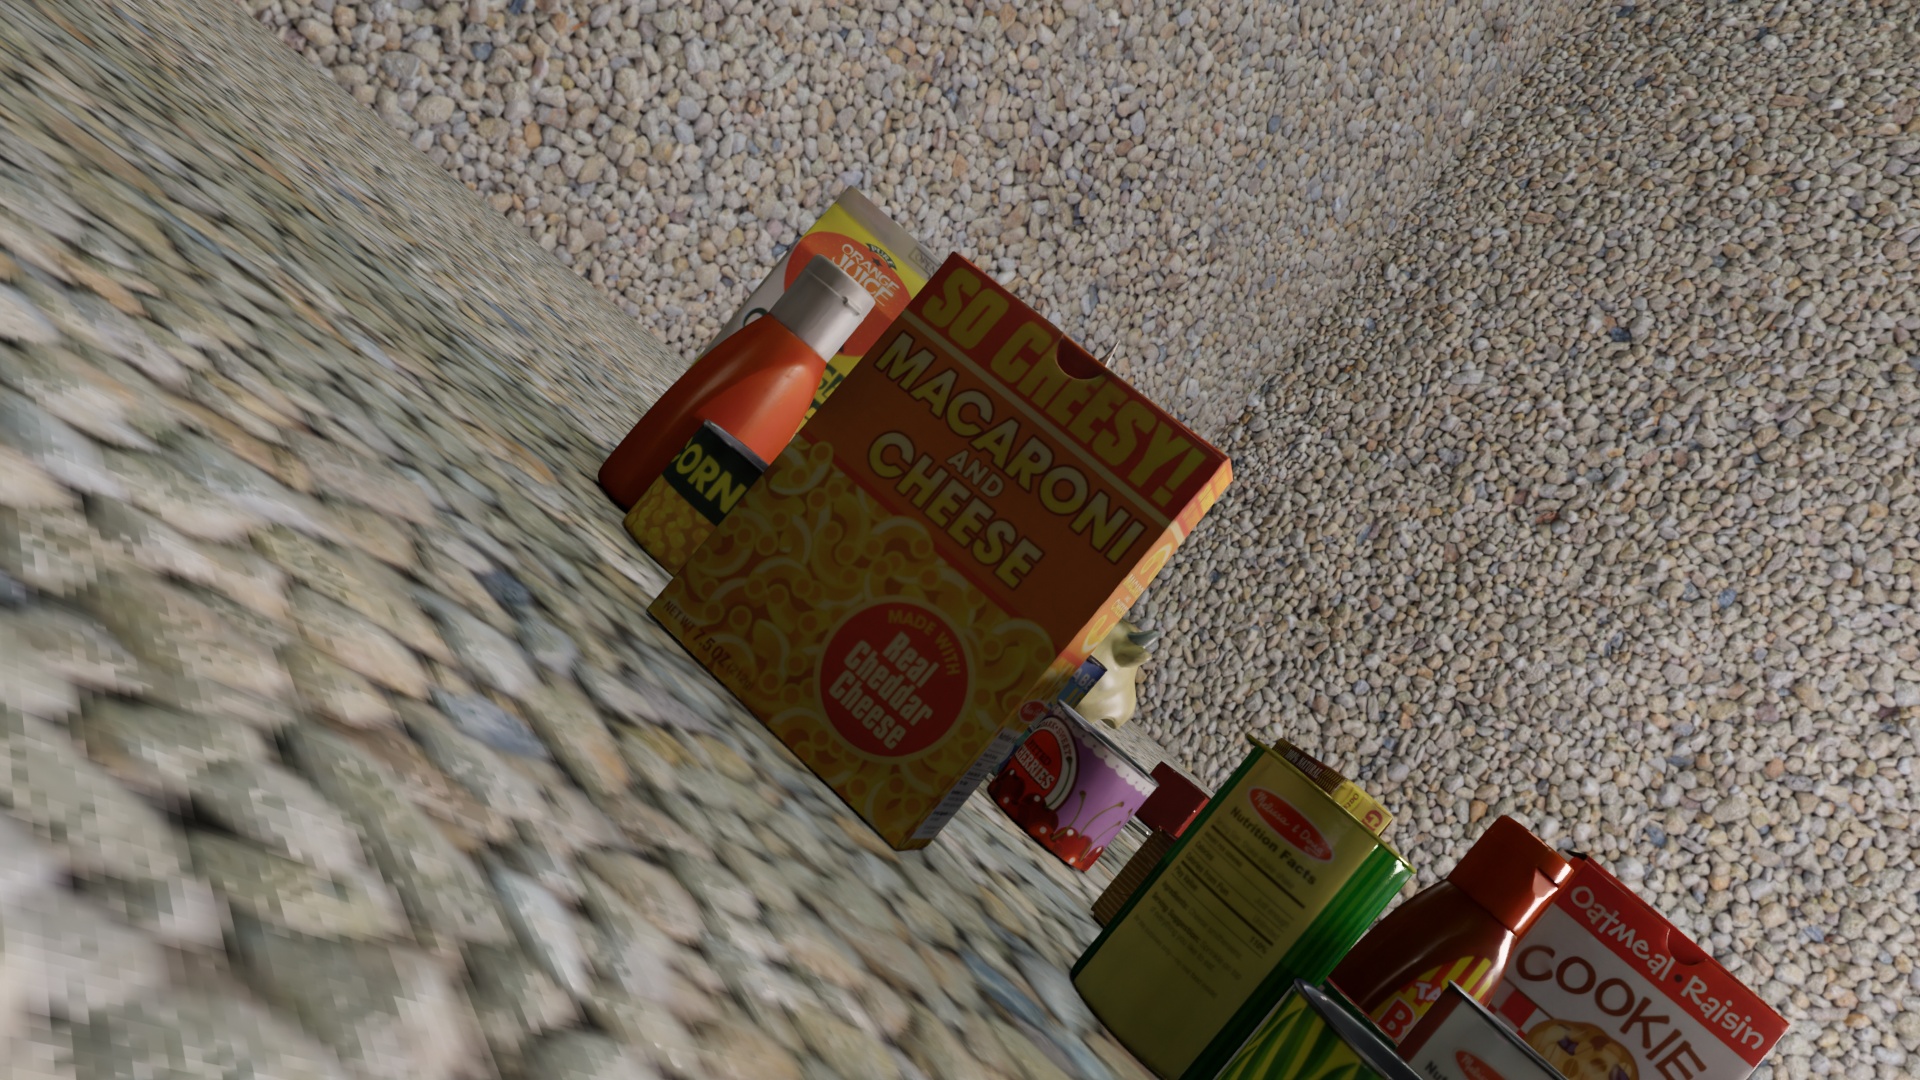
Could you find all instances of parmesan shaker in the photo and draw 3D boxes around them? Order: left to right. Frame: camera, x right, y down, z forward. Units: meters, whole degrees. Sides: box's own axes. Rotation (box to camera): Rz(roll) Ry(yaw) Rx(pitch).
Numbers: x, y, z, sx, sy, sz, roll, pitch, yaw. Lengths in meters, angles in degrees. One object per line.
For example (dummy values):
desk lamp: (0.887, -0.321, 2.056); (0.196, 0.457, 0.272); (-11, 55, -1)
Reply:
parmesan shaker: (0.092, 0.127, 0.471); (0.071, 0.103, 0.071); (40, 0, 0)

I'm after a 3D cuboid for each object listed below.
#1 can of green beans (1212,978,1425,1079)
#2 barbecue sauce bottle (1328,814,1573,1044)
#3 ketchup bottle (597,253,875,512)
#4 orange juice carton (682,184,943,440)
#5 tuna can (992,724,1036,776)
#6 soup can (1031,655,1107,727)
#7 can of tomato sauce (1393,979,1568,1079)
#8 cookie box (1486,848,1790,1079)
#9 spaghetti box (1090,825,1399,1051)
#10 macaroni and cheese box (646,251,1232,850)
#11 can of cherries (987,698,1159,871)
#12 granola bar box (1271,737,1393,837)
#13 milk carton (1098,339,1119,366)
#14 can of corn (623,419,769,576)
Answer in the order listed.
can of green beans: (0.097, 0.161, 0.369); (0.071, 0.058, 0.071); (40, 0, 0)
barbecue sauce bottle: (0.198, 0.184, 0.590); (0.065, 0.148, 0.044); (40, 0, -22)
ketchup bottle: (-0.100, -0.067, 0.654); (0.043, 0.149, 0.064); (40, 0, 44)
orange juice carton: (-0.091, -0.089, 0.719); (0.072, 0.192, 0.073); (40, 0, -10)
tuna can: (0.051, 0.134, 0.770); (0.071, 0.033, 0.071); (40, 0, 0)
soup can: (0.044, 0.094, 0.897); (0.071, 0.084, 0.071); (40, 0, 0)
can of tomato sauce: (0.152, 0.190, 0.426); (0.071, 0.083, 0.071); (40, 0, 0)
cookie box: (0.301, 0.258, 0.688); (0.123, 0.167, 0.040); (40, 0, 6)
spaghetti box: (0.150, 0.209, 0.532); (0.251, 0.050, 0.028); (40, 0, 39)
macaroni and cheese box: (-0.007, 0.002, 0.477); (0.124, 0.166, 0.040); (40, 0, 17)
can of cherries: (0.054, 0.121, 0.695); (0.071, 0.058, 0.071); (40, 0, 0)
granola bar box: (0.188, 0.189, 0.844); (0.039, 0.124, 0.165); (40, 0, 1)
milk carton: (0.002, -0.007, 0.585); (0.073, 0.190, 0.072); (40, 0, -2)
can of corn: (-0.105, -0.011, 0.606); (0.071, 0.058, 0.071); (40, 0, 0)
